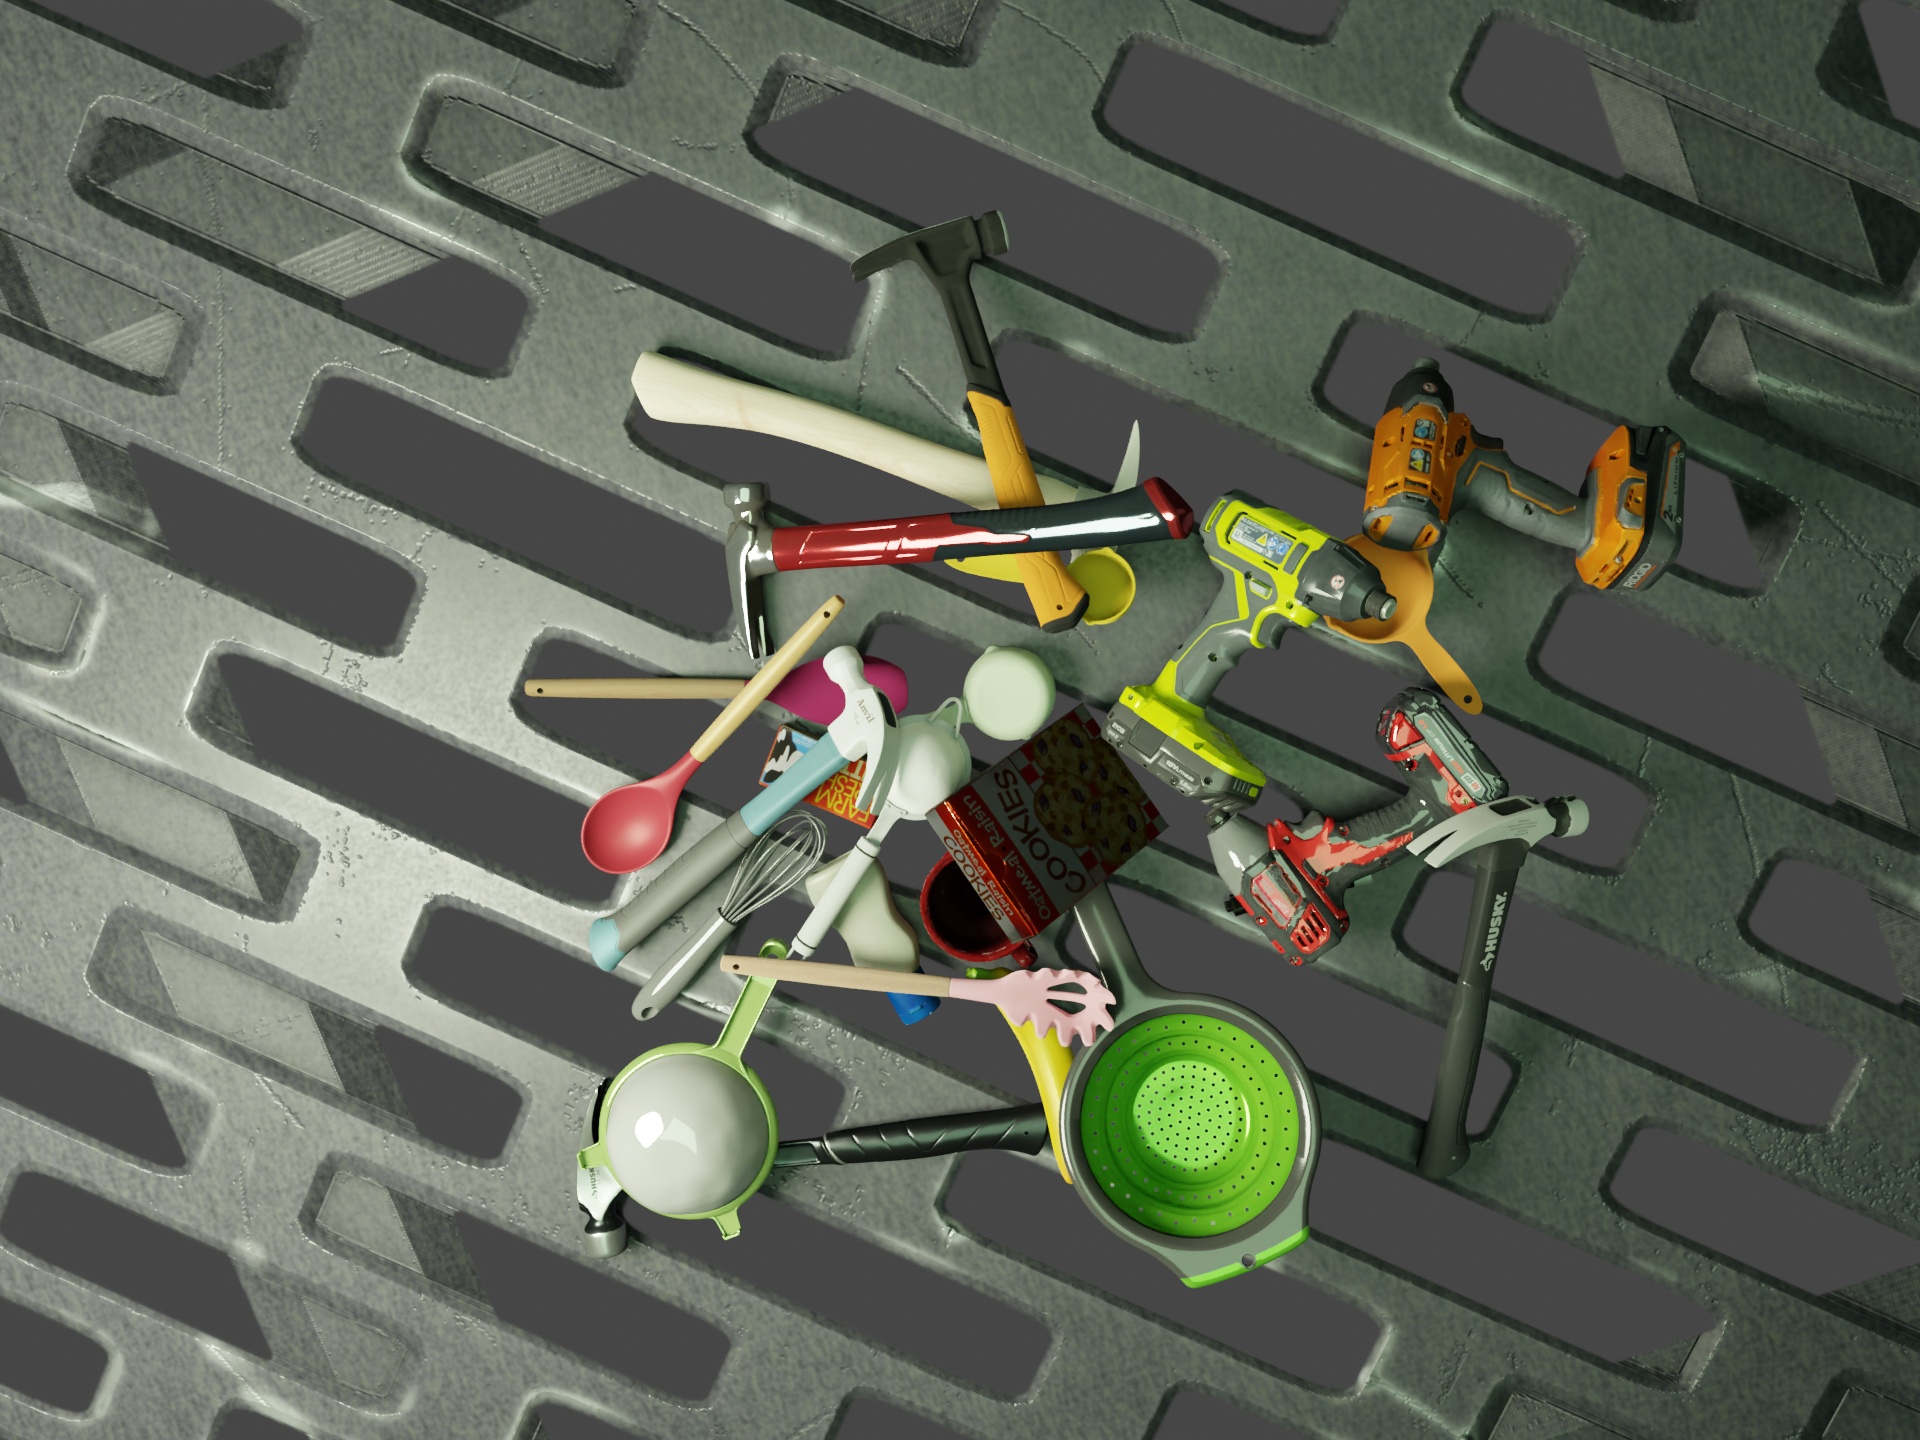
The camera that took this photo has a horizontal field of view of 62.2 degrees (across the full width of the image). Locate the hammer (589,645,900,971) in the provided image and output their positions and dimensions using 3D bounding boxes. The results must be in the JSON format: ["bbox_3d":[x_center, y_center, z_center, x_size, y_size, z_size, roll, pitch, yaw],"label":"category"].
[{"bbox_3d":[-0.179,0.089,1.281,0.331,0.033,0.128,-40,60,15],"label":"hammer"}]

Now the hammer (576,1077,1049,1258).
[{"bbox_3d":[-0.126,0.359,1.345,0.409,0.036,0.149,-7,95,3],"label":"hammer"}]

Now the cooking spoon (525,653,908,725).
[{"bbox_3d":[-0.202,-0.027,1.312,0.319,0.017,0.068,0,121,4],"label":"cooking spoon"}]

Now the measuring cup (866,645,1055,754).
[{"bbox_3d":[-0.002,-0.004,1.295,0.167,0.038,0.083,-22,95,3],"label":"measuring cup"}]

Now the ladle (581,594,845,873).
[{"bbox_3d":[-0.198,0.011,1.282,0.069,0.031,0.315,41,110,-12],"label":"ladle"}]

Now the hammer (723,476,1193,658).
[{"bbox_3d":[-0.011,-0.124,1.208,0.386,0.038,0.143,-1,100,27],"label":"hammer"}]

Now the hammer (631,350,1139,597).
[{"bbox_3d":[-0.061,-0.228,1.277,0.410,0.038,0.146,18,95,1],"label":"hammer"}]

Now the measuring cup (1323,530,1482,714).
[{"bbox_3d":[0.353,-0.074,1.266,0.095,0.052,0.173,-40,95,6],"label":"measuring cup"}]

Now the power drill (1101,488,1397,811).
[{"bbox_3d":[0.221,-0.049,1.229,0.171,0.080,0.223,37,102,39],"label":"power drill"}]

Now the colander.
[{"bbox_3d":[0.153,0.250,1.302,0.204,0.094,0.397,-24,77,4],"label":"colander"}]

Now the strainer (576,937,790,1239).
[{"bbox_3d":[-0.204,0.297,1.291,0.151,0.069,0.256,26,96,0],"label":"strainer"}]

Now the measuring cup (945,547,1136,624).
[{"bbox_3d":[0.063,-0.114,1.253,0.156,0.029,0.062,13,89,14],"label":"measuring cup"}]

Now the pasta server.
[{"bbox_3d":[-0.036,0.210,1.258,0.316,0.040,0.060,5,96,5],"label":"pasta server"}]

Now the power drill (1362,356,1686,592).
[{"bbox_3d":[0.430,-0.194,1.223,0.226,0.084,0.164,13,66,2],"label":"power drill"}]

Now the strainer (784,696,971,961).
[{"bbox_3d":[-0.067,0.096,1.271,0.086,0.050,0.258,31,98,-17],"label":"strainer"}]

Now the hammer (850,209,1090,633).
[{"bbox_3d":[0.021,-0.226,1.233,0.127,0.034,0.337,-18,82,-1],"label":"hammer"}]

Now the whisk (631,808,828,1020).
[{"bbox_3d":[-0.196,0.164,1.321,0.055,0.055,0.239,42,100,-2],"label":"whisk"}]

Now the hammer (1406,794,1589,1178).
[{"bbox_3d":[0.401,0.219,1.258,0.146,0.035,0.334,-6,113,-22],"label":"hammer"}]

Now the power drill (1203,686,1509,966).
[{"bbox_3d":[0.307,0.077,1.262,0.219,0.078,0.143,-39,87,4],"label":"power drill"}]
